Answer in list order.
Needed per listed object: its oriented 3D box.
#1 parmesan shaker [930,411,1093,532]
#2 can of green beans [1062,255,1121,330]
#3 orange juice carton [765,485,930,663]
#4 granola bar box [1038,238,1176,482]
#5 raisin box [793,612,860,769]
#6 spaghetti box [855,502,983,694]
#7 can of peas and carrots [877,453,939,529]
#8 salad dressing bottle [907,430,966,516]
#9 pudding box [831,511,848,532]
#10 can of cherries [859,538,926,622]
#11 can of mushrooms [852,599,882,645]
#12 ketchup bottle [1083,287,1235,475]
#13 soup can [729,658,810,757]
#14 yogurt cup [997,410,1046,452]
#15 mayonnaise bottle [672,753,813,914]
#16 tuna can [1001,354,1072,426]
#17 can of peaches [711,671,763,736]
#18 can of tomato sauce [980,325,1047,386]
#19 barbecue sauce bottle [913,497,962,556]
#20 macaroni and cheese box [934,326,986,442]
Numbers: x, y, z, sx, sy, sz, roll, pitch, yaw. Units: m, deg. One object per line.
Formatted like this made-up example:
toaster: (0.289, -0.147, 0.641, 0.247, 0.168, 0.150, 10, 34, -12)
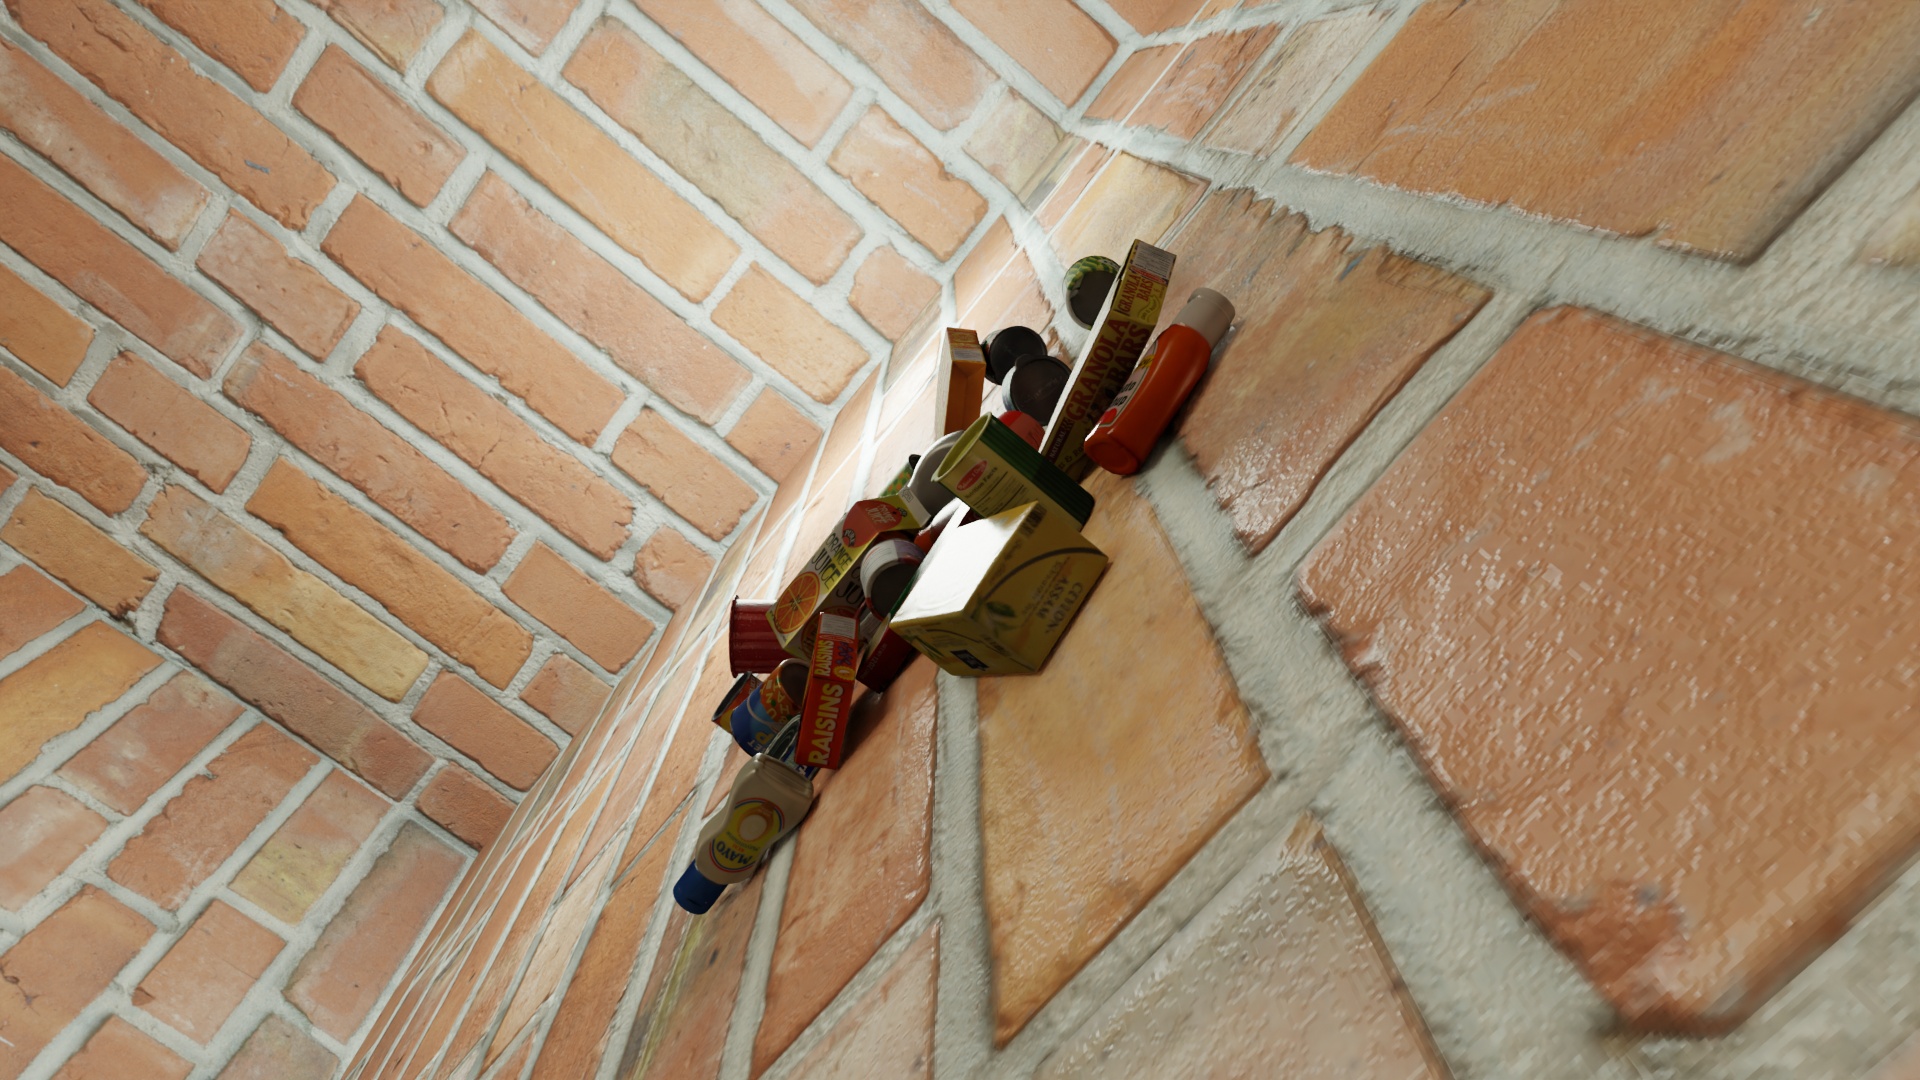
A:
parmesan shaker: (0.039, -0.038, 1.040, 0.071, 0.103, 0.071, -49, 12, 14)
can of green beans: (0.136, -0.246, 1.382, 0.071, 0.071, 0.058, -49, 13, 16)
orange juice carton: (-0.101, 0.034, 1.382, 0.192, 0.073, 0.072, -51, 34, 8)
granola bar box: (0.114, -0.140, 1.103, 0.125, 0.039, 0.164, -67, 1, -51)
raisin box: (-0.113, 0.127, 1.188, 0.124, 0.040, 0.085, -95, 18, -68)
spaghetti box: (-0.015, 0.024, 1.158, 0.249, 0.028, 0.050, -56, 10, 27)
can of peas and carrots: (-0.046, -0.051, 1.492, 0.058, 0.071, 0.071, -48, 12, 21)
salad dressing bottle: (-0.033, -0.049, 1.428, 0.147, 0.064, 0.044, -44, 10, 22)
pudding box: (-0.097, 0.011, 1.455, 0.030, 0.083, 0.050, -51, 12, 19)
can of cherries: (-0.053, 0.039, 1.251, 0.071, 0.071, 0.058, -51, 18, 7)
can of mushrooms: (-0.074, 0.070, 1.321, 0.071, 0.033, 0.071, -49, 12, 15)
ketchup bottle: (0.148, -0.117, 1.011, 0.149, 0.043, 0.064, -55, 6, -16)
soup can: (-0.169, 0.164, 1.326, 0.083, 0.071, 0.072, -44, 14, 30)
yogurt cup: (0.044, -0.080, 1.249, 0.054, 0.072, 0.072, -50, 9, -33)
mayonnaise bottle: (-0.185, 0.247, 1.151, 0.147, 0.065, 0.041, -53, 15, 16)
tuna can: (0.072, -0.141, 1.300, 0.071, 0.071, 0.033, -54, 11, -9)
can of peaches: (-0.223, 0.182, 1.487, 0.071, 0.058, 0.071, -49, 12, 14)
can of tomato sauce: (0.056, -0.205, 1.561, 0.071, 0.071, 0.083, -52, 11, -1)
barbecue sauce bottle: (0.004, -0.016, 1.252, 0.148, 0.043, 0.065, -35, 25, 56)
macaroni and cheese box: (-0.003, -0.160, 1.542, 0.167, 0.040, 0.123, -100, 16, -69)
